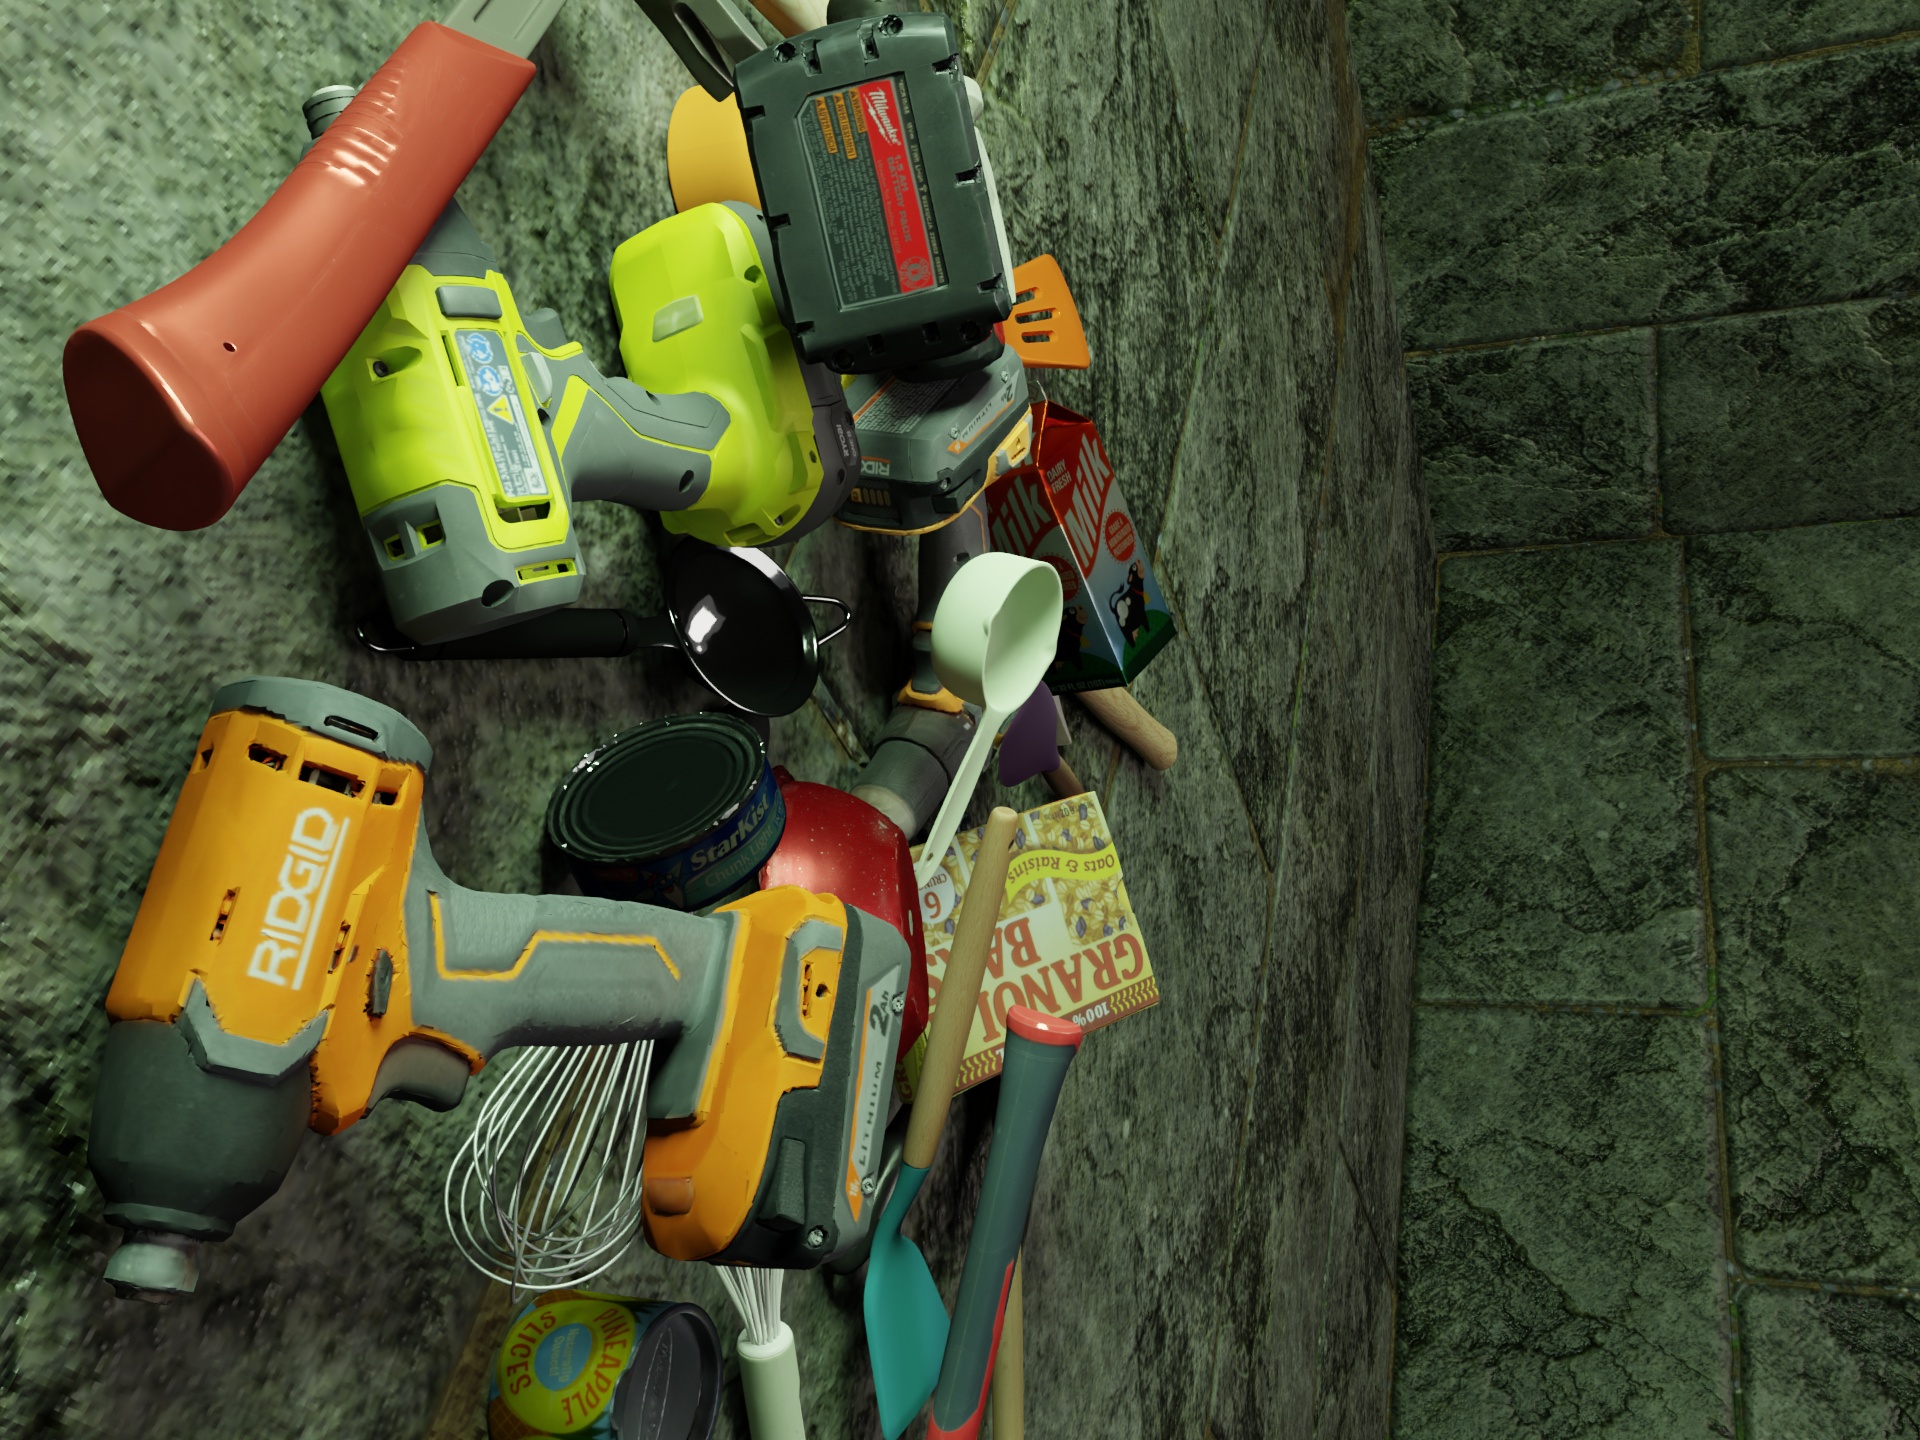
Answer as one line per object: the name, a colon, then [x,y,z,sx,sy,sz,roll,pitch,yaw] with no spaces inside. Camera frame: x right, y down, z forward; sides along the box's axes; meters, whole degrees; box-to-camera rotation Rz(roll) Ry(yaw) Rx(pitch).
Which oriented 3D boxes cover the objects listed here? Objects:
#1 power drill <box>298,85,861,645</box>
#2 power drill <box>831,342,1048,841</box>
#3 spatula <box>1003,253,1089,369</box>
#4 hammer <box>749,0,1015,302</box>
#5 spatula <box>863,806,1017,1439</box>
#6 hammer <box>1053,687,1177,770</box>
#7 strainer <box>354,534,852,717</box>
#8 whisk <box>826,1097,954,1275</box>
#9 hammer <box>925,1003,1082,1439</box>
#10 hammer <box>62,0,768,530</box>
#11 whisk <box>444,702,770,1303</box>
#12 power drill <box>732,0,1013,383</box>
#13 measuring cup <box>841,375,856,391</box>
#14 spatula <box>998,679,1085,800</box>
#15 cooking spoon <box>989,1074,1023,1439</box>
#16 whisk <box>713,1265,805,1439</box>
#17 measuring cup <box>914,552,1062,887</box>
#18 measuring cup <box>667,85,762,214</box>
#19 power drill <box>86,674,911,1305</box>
power drill: [-0.134,-0.129,0.572,0.223,0.080,0.171,-24,99,-62]
power drill: [-0.018,-0.060,0.824,0.185,0.084,0.226,-55,147,-43]
spatula: [-0.004,-0.241,0.935,0.322,0.041,0.081,-25,96,-64]
hammer: [-0.075,-0.332,0.762,0.410,0.038,0.146,19,58,-63]
spatula: [-0.004,0.188,0.746,0.082,0.044,0.317,-30,136,-62]
hammer: [0.104,-0.016,1.177,0.331,0.031,0.130,35,55,-62]
strainer: [-0.132,-0.035,0.621,0.258,0.050,0.087,-5,72,-61]
whisk: [-0.008,0.194,0.851,0.239,0.055,0.055,-56,138,-39]
hammer: [-0.005,0.325,0.754,0.143,0.038,0.386,-8,111,-66]
hammer: [-0.150,-0.176,0.476,0.149,0.036,0.359,42,37,-30]
whisk: [-0.120,0.089,0.618,0.285,0.070,0.070,-75,152,-45]
power drill: [-0.029,-0.231,0.654,0.227,0.080,0.188,-76,154,-75]
measuring cup: [-0.066,-0.164,0.814,0.156,0.029,0.062,69,36,-62]
spatula: [0.059,0.033,1.008,0.060,0.018,0.315,-62,164,-6]
cooking spoon: [0.026,0.299,0.911,0.068,0.017,0.319,65,20,-48]
whisk: [-0.086,0.262,0.692,0.059,0.058,0.246,-16,110,-31]
measuring cup: [-0.001,-0.002,0.770,0.083,0.038,0.167,20,92,-64]
measuring cup: [-0.071,-0.248,0.764,0.173,0.052,0.095,3,85,-65]
power drill: [-0.132,0.100,0.474,0.226,0.084,0.164,25,61,-32]
